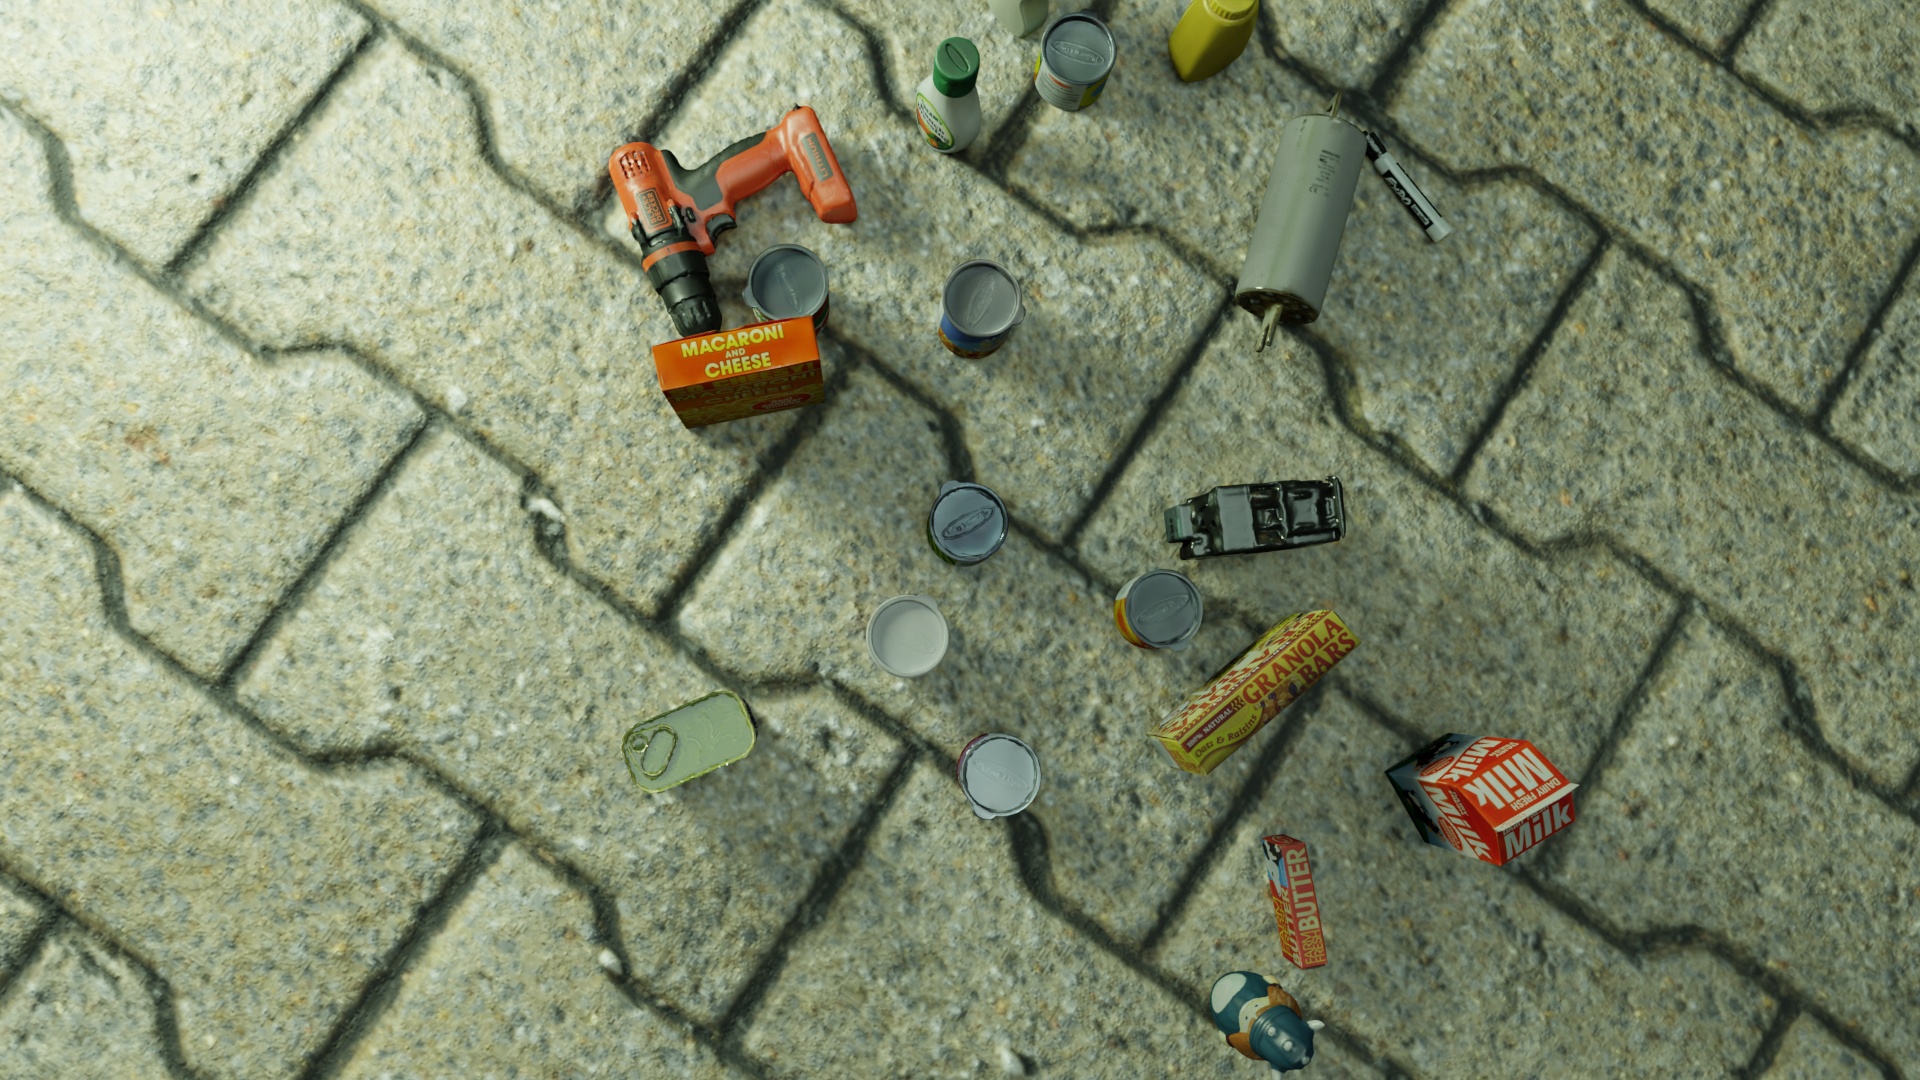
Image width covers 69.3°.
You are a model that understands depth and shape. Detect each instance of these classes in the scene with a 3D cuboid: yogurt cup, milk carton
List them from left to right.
[{"bbox_3d":[-0.045,0.081,1.160,0.072,0.054,0.072,0,84,-5],"label":"yogurt cup"},{"bbox_3d":[0.421,0.206,1.116,0.072,0.190,0.073,-29,87,-7],"label":"milk carton"}]

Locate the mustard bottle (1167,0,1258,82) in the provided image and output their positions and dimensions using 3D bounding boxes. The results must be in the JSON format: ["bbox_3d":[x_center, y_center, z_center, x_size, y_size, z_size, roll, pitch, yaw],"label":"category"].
[{"bbox_3d":[0.223,-0.447,1.188,0.065,0.160,0.049,-26,87,-7],"label":"mustard bottle"}]

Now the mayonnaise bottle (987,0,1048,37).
[{"bbox_3d":[0.054,-0.489,1.185,0.041,0.148,0.065,-36,88,-7],"label":"mayonnaise bottle"}]

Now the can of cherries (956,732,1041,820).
[{"bbox_3d":[0.029,0.195,1.152,0.071,0.058,0.071,0,84,-5],"label":"can of cherries"}]

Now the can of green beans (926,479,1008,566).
[{"bbox_3d":[0.005,-0.012,1.173,0.071,0.057,0.071,0,84,-5],"label":"can of green beans"}]

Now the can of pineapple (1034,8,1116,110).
[{"bbox_3d":[0.101,-0.423,1.227,0.071,0.058,0.071,0,84,-5],"label":"can of pineapple"}]

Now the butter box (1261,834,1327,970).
[{"bbox_3d":[0.279,0.301,1.163,0.024,0.053,0.103,-9,85,-5],"label":"butter box"}]

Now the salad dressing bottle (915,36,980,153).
[{"bbox_3d":[-0.008,-0.374,1.167,0.044,0.147,0.064,-37,88,-7],"label":"salad dressing bottle"}]

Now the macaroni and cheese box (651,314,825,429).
[{"bbox_3d":[-0.174,-0.133,1.117,0.124,0.166,0.040,-12,85,-6],"label":"macaroni and cheese box"}]

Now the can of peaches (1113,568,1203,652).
[{"bbox_3d":[0.168,0.061,1.178,0.071,0.058,0.071,0,84,-5],"label":"can of peaches"}]

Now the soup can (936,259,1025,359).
[{"bbox_3d":[0.017,-0.194,1.181,0.071,0.083,0.071,0,84,-5],"label":"soup can"}]

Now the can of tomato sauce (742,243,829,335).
[{"bbox_3d":[-0.145,-0.204,1.169,0.071,0.083,0.071,0,84,-5],"label":"can of tomato sauce"}]

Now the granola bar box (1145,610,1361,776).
[{"bbox_3d":[0.236,0.123,1.143,0.166,0.124,0.039,-39,88,-7],"label":"granola bar box"}]
